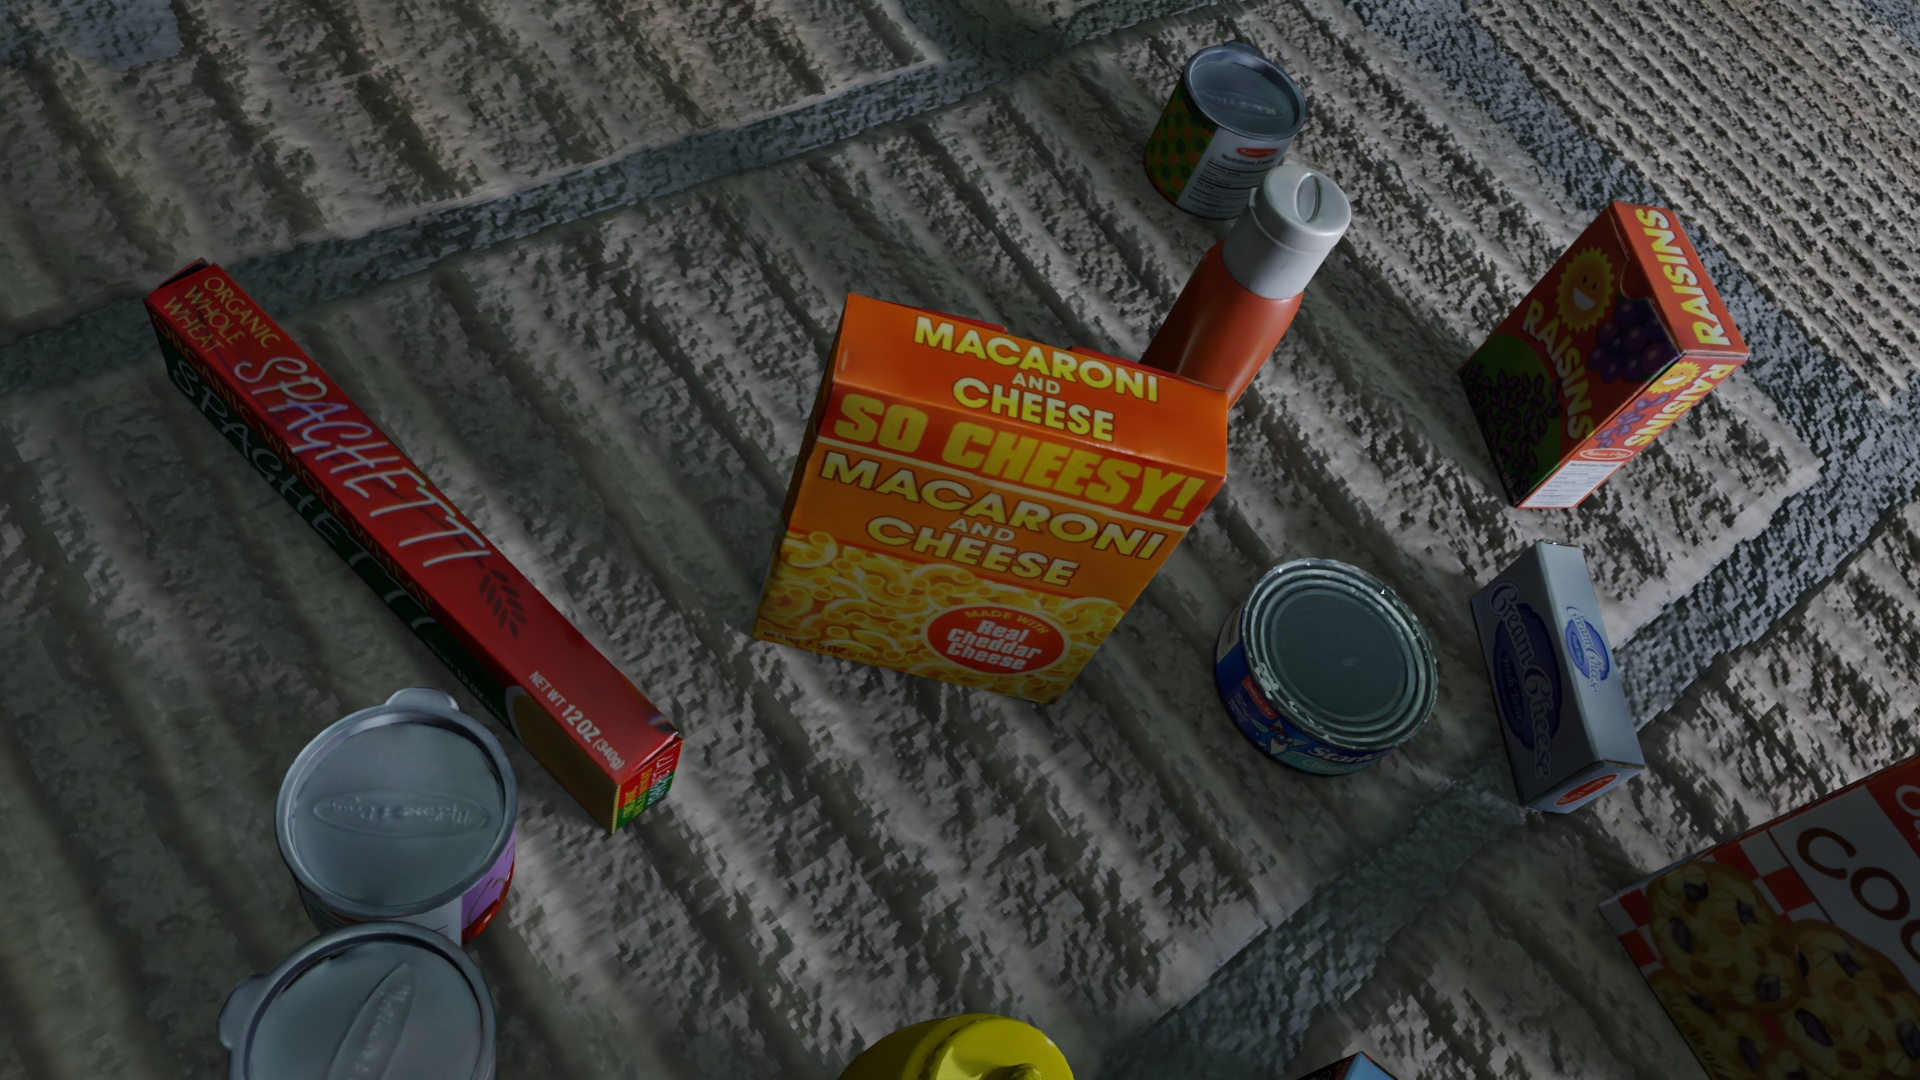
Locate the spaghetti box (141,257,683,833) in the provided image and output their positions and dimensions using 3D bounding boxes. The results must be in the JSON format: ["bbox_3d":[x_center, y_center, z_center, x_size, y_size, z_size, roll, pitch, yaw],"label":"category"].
[{"bbox_3d":[-0.193,0.000,0.484,0.250,0.050,0.029,43,57,11],"label":"spaghetti box"}]

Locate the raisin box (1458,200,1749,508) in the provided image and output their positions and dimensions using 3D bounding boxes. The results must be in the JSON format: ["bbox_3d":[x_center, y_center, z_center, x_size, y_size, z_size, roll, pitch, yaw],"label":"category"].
[{"bbox_3d":[0.292,-0.082,0.644,0.040,0.122,0.086,2,59,-17],"label":"raisin box"}]

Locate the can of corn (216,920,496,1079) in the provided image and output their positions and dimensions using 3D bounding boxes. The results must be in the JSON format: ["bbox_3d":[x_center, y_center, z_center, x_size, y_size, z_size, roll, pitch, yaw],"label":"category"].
[{"bbox_3d":[-0.169,0.148,0.394,0.071,0.058,0.071,8,57,-13],"label":"can of corn"}]

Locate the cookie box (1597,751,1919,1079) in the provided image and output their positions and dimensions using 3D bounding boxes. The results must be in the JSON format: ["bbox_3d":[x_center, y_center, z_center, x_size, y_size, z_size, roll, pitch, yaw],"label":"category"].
[{"bbox_3d":[0.322,0.151,0.481,0.040,0.166,0.123,-17,66,-26],"label":"cookie box"}]

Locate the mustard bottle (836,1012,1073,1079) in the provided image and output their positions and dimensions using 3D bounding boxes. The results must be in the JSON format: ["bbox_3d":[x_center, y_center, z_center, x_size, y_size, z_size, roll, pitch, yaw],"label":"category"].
[{"bbox_3d":[0.000,0.160,0.377,0.065,0.159,0.049,27,55,0],"label":"mustard bottle"}]

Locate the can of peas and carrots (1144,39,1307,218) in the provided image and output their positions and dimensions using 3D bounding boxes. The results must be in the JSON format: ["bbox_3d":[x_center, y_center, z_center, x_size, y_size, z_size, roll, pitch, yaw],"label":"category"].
[{"bbox_3d":[0.134,-0.211,0.714,0.071,0.058,0.071,8,57,-13],"label":"can of peas and carrots"}]

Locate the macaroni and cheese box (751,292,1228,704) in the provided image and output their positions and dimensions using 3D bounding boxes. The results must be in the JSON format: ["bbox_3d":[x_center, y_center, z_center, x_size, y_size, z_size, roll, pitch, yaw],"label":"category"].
[{"bbox_3d":[0.002,-0.006,0.478,0.124,0.165,0.040,13,56,-10],"label":"macaroni and cheese box"}]

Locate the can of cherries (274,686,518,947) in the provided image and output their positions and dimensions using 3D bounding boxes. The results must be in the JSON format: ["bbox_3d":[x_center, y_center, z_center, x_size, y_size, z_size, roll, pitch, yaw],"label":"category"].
[{"bbox_3d":[-0.171,0.089,0.430,0.071,0.058,0.072,8,57,-13],"label":"can of cherries"}]

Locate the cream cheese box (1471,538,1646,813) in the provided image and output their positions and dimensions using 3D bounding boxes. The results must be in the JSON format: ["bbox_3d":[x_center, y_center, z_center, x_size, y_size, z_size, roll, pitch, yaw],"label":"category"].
[{"bbox_3d":[0.249,0.057,0.586,0.024,0.053,0.104,7,57,-13],"label":"cream cheese box"}]

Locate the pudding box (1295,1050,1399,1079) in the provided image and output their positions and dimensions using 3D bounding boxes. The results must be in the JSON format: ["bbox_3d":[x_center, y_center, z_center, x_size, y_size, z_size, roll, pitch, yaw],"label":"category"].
[{"bbox_3d":[0.114,0.212,0.448,0.030,0.049,0.084,37,56,7],"label":"pudding box"}]

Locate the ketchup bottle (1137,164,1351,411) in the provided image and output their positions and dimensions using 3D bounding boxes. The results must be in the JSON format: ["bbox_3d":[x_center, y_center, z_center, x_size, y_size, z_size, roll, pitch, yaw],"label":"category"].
[{"bbox_3d":[0.109,-0.090,0.576,0.043,0.148,0.065,20,56,-5],"label":"ketchup bottle"}]
